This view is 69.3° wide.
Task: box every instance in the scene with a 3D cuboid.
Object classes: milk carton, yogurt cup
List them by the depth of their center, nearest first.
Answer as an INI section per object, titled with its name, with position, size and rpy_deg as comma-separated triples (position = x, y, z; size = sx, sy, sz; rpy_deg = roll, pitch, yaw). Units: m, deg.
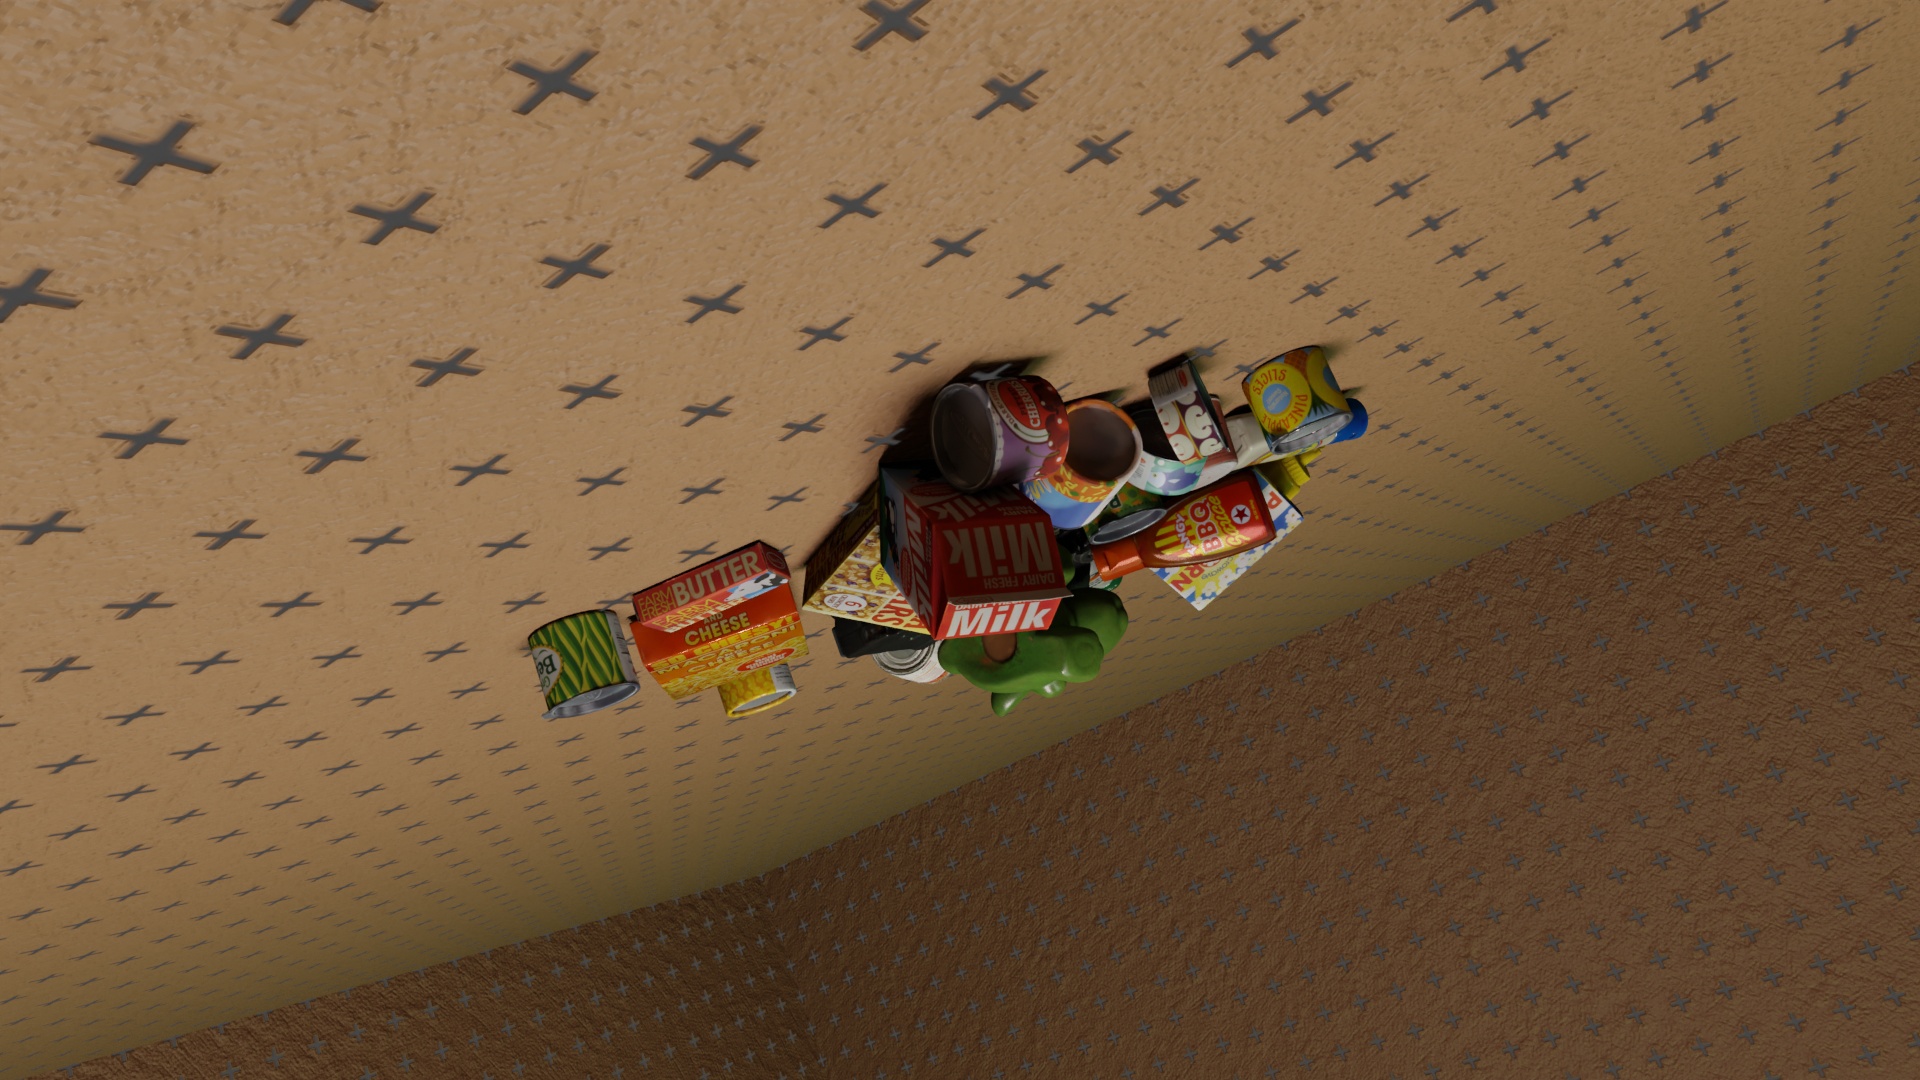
[milk carton]
position = 0.004, 0.006, 0.847
size = 0.072, 0.073, 0.191
rpy_deg = -5, -162, -15
[yogurt cup]
position = 0.177, -0.072, 1.063
size = 0.072, 0.054, 0.072
rpy_deg = -21, 166, -5

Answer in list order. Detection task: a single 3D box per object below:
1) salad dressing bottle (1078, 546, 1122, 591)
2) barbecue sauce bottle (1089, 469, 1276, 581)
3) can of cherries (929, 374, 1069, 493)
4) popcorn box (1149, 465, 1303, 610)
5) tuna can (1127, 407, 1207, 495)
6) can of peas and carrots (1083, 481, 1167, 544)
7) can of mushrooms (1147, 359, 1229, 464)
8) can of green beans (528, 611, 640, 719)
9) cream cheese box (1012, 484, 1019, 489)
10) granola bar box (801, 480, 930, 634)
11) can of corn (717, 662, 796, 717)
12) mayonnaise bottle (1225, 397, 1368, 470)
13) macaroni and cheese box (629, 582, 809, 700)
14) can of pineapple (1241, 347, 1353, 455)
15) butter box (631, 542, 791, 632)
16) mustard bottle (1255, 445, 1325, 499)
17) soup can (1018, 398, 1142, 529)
[salad dressing bottle]
position = 0.128, 0.026, 1.375
size = 0.064, 0.044, 0.147
rpy_deg = -26, 165, 14
[barbecue sauce bottle]
position = 0.183, -0.006, 1.157
size = 0.148, 0.065, 0.044
rpy_deg = -20, -176, 11
[can of cherries]
position = 0.025, -0.067, 0.837
size = 0.058, 0.071, 0.071
rpy_deg = -11, 162, -35
[popcorn box]
position = 0.225, -0.008, 1.214
size = 0.126, 0.038, 0.085
rpy_deg = -43, 126, 12
[tuna can]
position = 0.147, -0.065, 1.005
size = 0.071, 0.071, 0.032
rpy_deg = -13, 136, -30
[can of peas and carrots]
position = 0.121, -0.036, 1.103
size = 0.071, 0.059, 0.070
rpy_deg = -20, 165, -5
[can of mushrooms]
position = 0.156, -0.085, 0.951
size = 0.033, 0.071, 0.071
rpy_deg = -24, 166, 15
[can of green beans]
position = -0.271, 0.089, 0.999
size = 0.071, 0.058, 0.071
rpy_deg = -20, 166, -5
[cream cheese box]
position = 0.004, -0.014, 1.086
size = 0.104, 0.024, 0.053
rpy_deg = -21, 165, 0
[granola bar box]
position = -0.033, 0.017, 1.026
size = 0.124, 0.039, 0.164
rpy_deg = 13, 152, -20
[can of corn]
position = -0.187, 0.119, 1.231
size = 0.071, 0.058, 0.071
rpy_deg = -20, 165, -5
[mayonnaise bottle]
position = 0.276, -0.091, 1.159
size = 0.148, 0.041, 0.064
rpy_deg = -13, 166, -29
[macaroni and cheese box]
position = -0.189, 0.078, 1.115
size = 0.124, 0.040, 0.166
rpy_deg = -19, 166, -9
[can of pineapple]
position = 0.251, -0.104, 1.041
size = 0.071, 0.058, 0.071
rpy_deg = -20, 165, -5
[butter box]
position = -0.179, 0.035, 1.001
size = 0.103, 0.024, 0.053
rpy_deg = -23, 166, 6
[mustard bottle]
position = 0.266, -0.046, 1.265
size = 0.160, 0.065, 0.048
rpy_deg = -32, 135, 21
[soup can]
position = 0.081, -0.054, 0.971
size = 0.071, 0.071, 0.083
rpy_deg = -16, 164, -19
